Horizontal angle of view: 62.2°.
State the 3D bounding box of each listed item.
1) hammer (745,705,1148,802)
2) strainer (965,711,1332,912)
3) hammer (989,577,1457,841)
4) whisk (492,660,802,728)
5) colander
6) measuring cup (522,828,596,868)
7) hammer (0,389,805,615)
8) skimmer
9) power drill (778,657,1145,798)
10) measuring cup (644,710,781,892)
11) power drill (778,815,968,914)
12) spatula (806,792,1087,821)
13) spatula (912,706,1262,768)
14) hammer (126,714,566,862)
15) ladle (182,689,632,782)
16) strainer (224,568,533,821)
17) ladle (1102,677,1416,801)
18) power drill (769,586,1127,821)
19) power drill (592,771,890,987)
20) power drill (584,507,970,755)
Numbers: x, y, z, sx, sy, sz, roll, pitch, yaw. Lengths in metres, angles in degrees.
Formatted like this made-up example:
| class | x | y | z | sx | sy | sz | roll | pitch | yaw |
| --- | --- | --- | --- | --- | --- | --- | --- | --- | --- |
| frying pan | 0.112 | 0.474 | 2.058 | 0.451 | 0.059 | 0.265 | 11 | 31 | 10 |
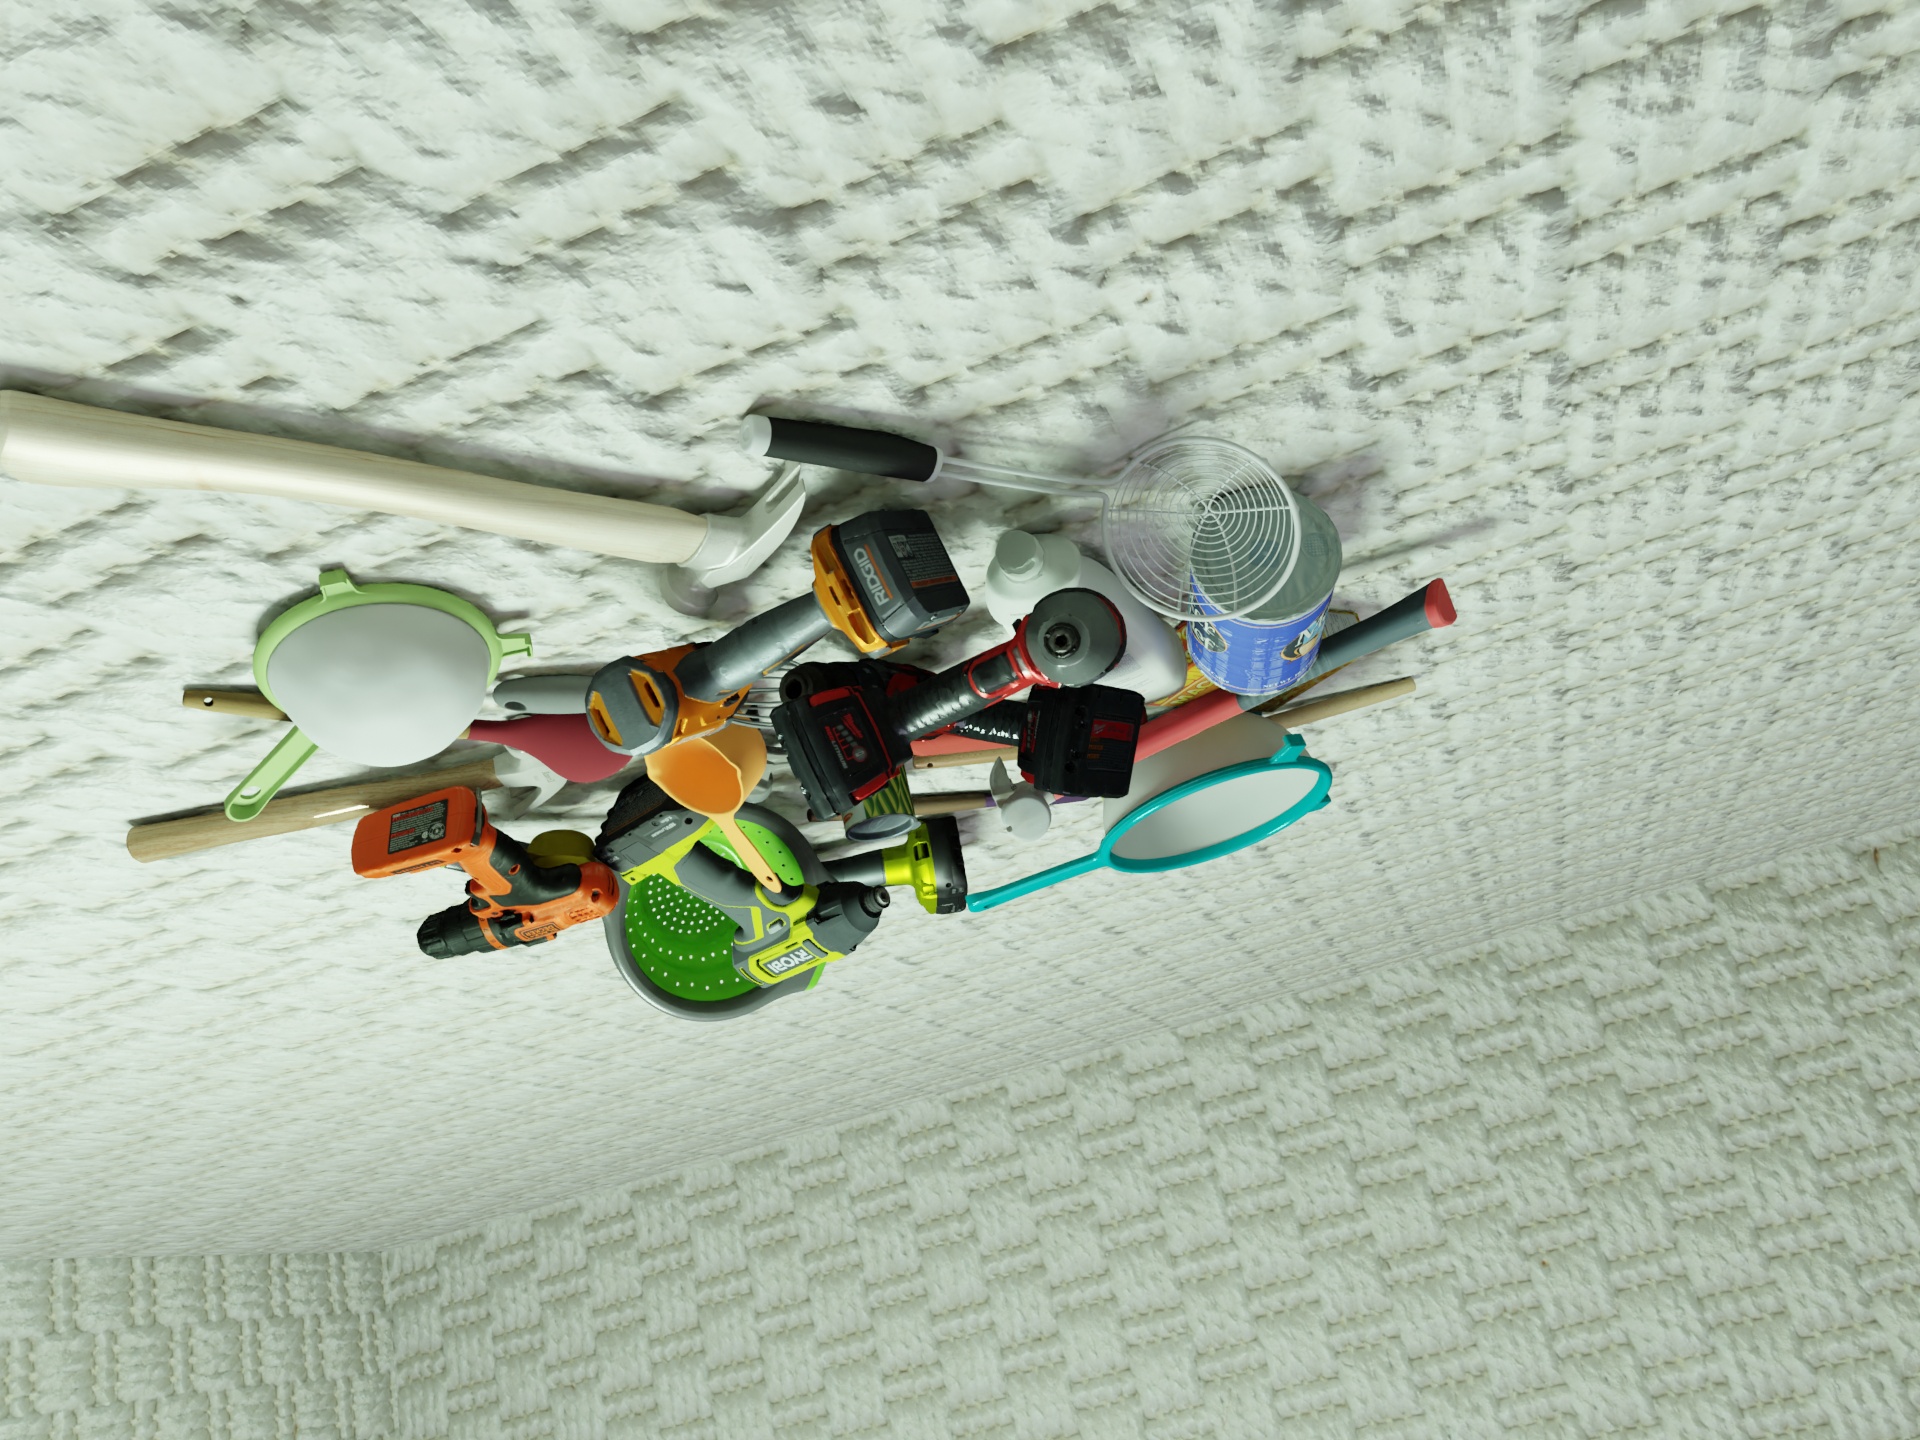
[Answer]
| class | x | y | z | sx | sy | sz | roll | pitch | yaw |
| --- | --- | --- | --- | --- | --- | --- | --- | --- | --- |
| hammer | -0.011 | 0.012 | 1.350 | 0.359 | 0.037 | 0.149 | -6 | 157 | -14 |
| strainer | 0.152 | 0.073 | 1.405 | 0.340 | 0.095 | 0.210 | -22 | 156 | 12 |
| hammer | 0.203 | -0.017 | 1.254 | 0.386 | 0.038 | 0.143 | -25 | -167 | 2 |
| whisk | -0.216 | -0.019 | 1.155 | 0.239 | 0.055 | 0.055 | -1 | 155 | -19 |
| colander | -0.304 | 0.144 | 1.433 | 0.396 | 0.204 | 0.094 | 18 | -179 | -26 |
| measuring cup | -0.363 | 0.094 | 1.295 | 0.062 | 0.029 | 0.156 | -24 | 146 | 31 |
| hammer | -0.281 | -0.128 | 0.856 | 0.410 | 0.038 | 0.146 | 5 | 150 | -38 |
| skimmer | 0.045 | -0.131 | 0.962 | 0.363 | 0.090 | 0.127 | 4 | 129 | -33 |
| power drill | -0.002 | -0.004 | 1.145 | 0.227 | 0.080 | 0.187 | 11 | -178 | 30 |
| measuring cup | -0.174 | 0.056 | 1.238 | 0.095 | 0.052 | 0.173 | -6 | 127 | 35 |
| power drill | -0.112 | 0.169 | 1.635 | 0.228 | 0.080 | 0.190 | -9 | 158 | -5 |
| spatula | 0.000 | 0.079 | 1.552 | 0.315 | 0.018 | 0.059 | -4 | 156 | -26 |
| spatula | 0.115 | 0.024 | 1.447 | 0.317 | 0.044 | 0.082 | -7 | 128 | -9 |
| hammer | -0.468 | 0.064 | 1.226 | 0.331 | 0.031 | 0.130 | -12 | 158 | -3 |
| ladle | -0.372 | 0.001 | 1.115 | 0.315 | 0.069 | 0.031 | 7 | -171 | -31 |
| strainer | -0.402 | 0.013 | 1.029 | 0.256 | 0.069 | 0.151 | -37 | 144 | 26 |
| ladle | 0.285 | 0.020 | 1.523 | 0.320 | 0.062 | 0.078 | -16 | 172 | -1 |
| power drill | -0.001 | -0.019 | 1.005 | 0.219 | 0.078 | 0.143 | -25 | 180 | 11 |
| power drill | -0.181 | 0.129 | 1.344 | 0.171 | 0.080 | 0.223 | -28 | 122 | 35 |
| power drill | -0.113 | -0.053 | 1.025 | 0.226 | 0.084 | 0.164 | -27 | 180 | 18 |
